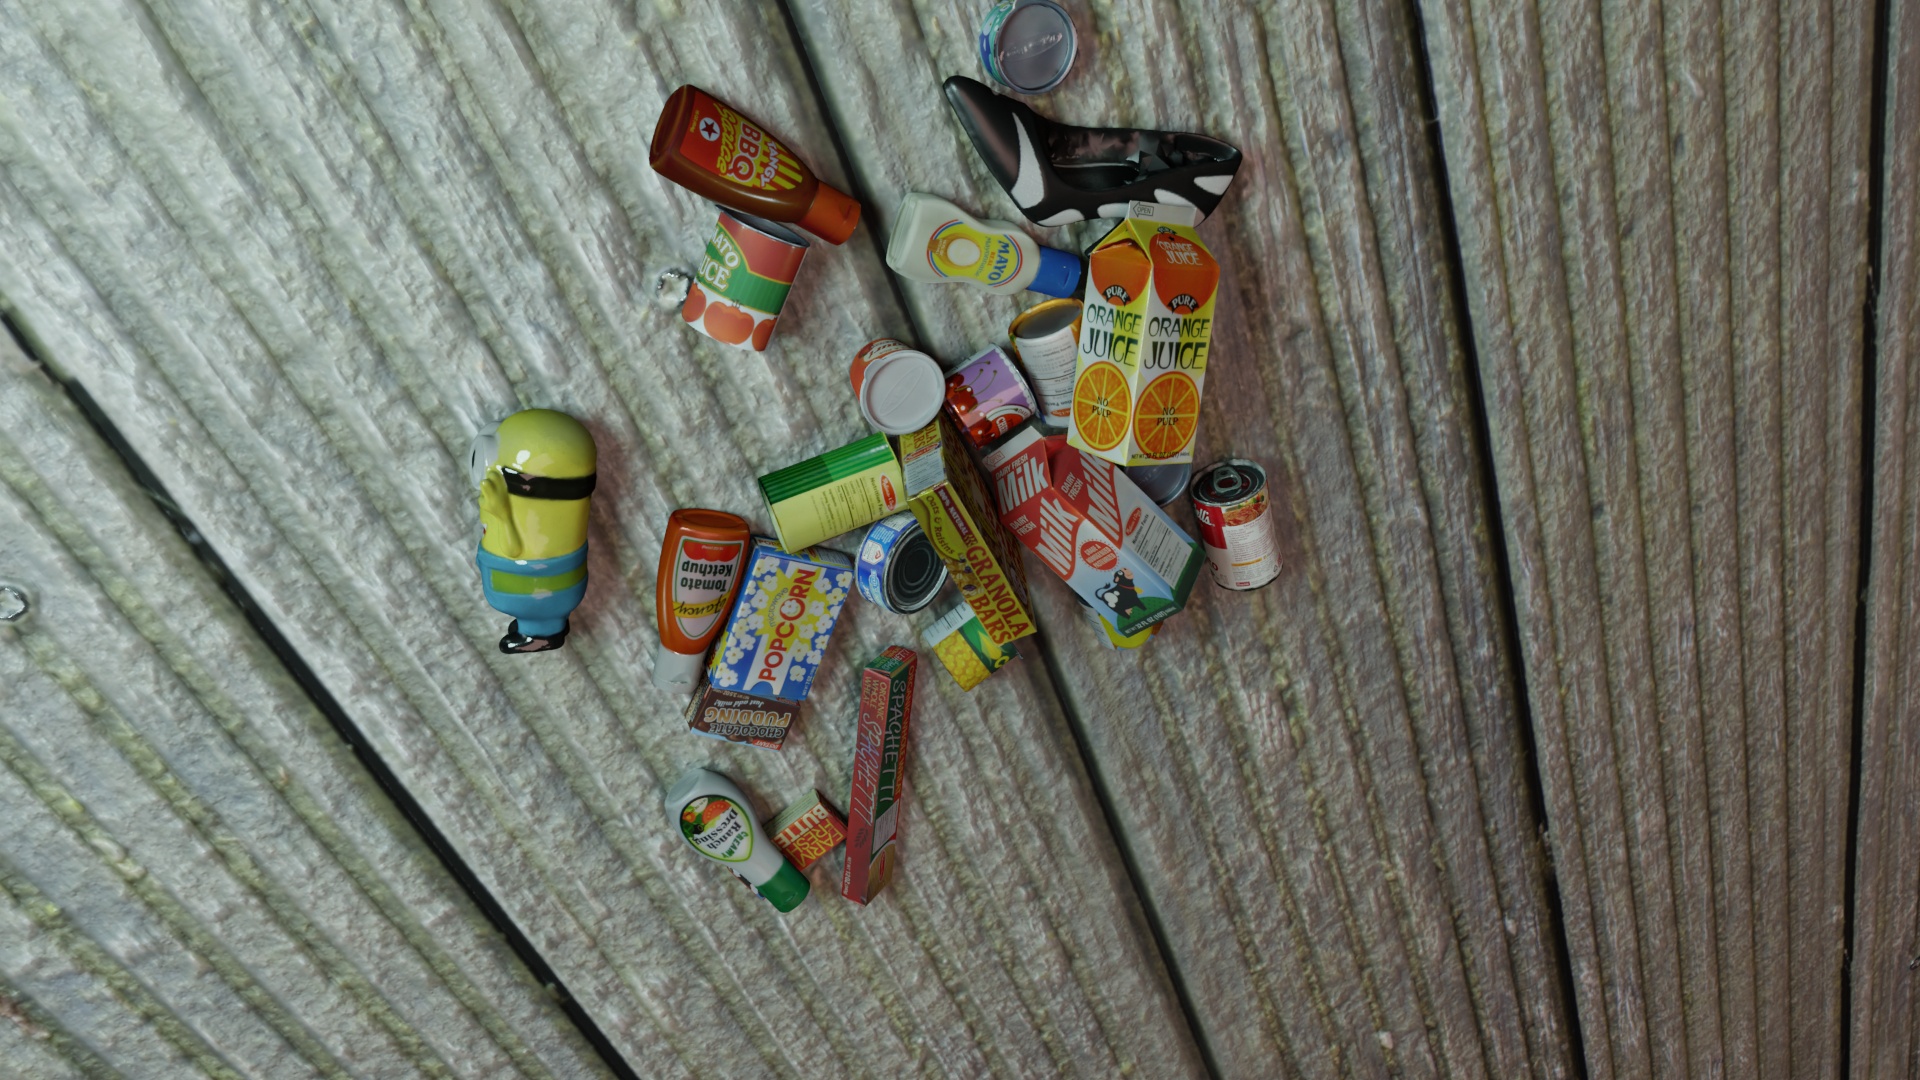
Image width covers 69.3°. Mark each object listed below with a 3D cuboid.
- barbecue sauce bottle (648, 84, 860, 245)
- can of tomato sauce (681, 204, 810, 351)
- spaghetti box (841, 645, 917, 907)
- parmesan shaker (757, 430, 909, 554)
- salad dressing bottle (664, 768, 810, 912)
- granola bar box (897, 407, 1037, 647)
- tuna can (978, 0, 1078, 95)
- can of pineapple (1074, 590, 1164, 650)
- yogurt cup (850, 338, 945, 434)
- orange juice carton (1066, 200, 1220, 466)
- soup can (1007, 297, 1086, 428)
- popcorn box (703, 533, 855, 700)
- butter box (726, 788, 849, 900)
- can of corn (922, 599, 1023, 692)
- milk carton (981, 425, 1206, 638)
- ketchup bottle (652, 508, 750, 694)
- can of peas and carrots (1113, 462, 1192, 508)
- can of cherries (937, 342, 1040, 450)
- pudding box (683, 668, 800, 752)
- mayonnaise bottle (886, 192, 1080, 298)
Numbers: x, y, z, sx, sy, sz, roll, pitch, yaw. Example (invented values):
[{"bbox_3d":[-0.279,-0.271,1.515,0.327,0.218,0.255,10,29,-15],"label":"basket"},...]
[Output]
[{"bbox_3d":[-0.139,-0.253,0.964,0.148,0.043,0.065,23,68,-33],"label":"barbecue sauce bottle"},{"bbox_3d":[-0.155,-0.186,0.984,0.071,0.071,0.082,16,109,-29],"label":"can of tomato sauce"},{"bbox_3d":[-0.073,0.211,1.235,0.050,0.029,0.248,-36,138,-56],"label":"spaghetti box"},{"bbox_3d":[-0.100,-0.039,1.085,0.103,0.071,0.071,-21,122,-11],"label":"parmesan shaker"},{"bbox_3d":[-0.189,0.260,1.195,0.064,0.044,0.147,-40,110,0],"label":"salad dressing bottle"},{"bbox_3d":[0.004,-0.014,1.106,0.039,0.125,0.165,-24,124,11],"label":"granola bar box"},{"bbox_3d":[0.048,-0.360,1.002,0.071,0.033,0.070,-10,119,-19],"label":"tuna can"},{"bbox_3d":[0.144,0.055,1.239,0.071,0.071,0.057,-33,125,-5],"label":"can of pineapple"},{"bbox_3d":[-0.052,-0.122,1.070,0.072,0.054,0.072,-10,119,-18],"label":"yogurt cup"},{"bbox_3d":[0.141,-0.158,1.056,0.072,0.073,0.192,-5,109,-35],"label":"orange juice carton"},{"bbox_3d":[0.082,-0.144,1.112,0.071,0.071,0.083,-29,123,-7],"label":"soup can"},{"bbox_3d":[-0.148,0.063,1.134,0.085,0.038,0.126,12,110,-29],"label":"popcorn box"},{"bbox_3d":[-0.155,0.273,1.248,0.103,0.024,0.053,-37,123,-2],"label":"butter box"},{"bbox_3d":[0.010,0.090,1.198,0.058,0.071,0.071,-37,124,-1],"label":"can of corn"},{"bbox_3d":[0.105,-0.016,1.141,0.190,0.074,0.072,43,138,-13],"label":"milk carton"},{"bbox_3d":[-0.212,0.049,1.096,0.065,0.044,0.148,6,114,-26],"label":"ketchup bottle"},{"bbox_3d":[0.153,-0.068,1.184,0.071,0.059,0.070,-10,119,-18],"label":"can of peas and carrots"},{"bbox_3d":[0.021,-0.111,1.097,0.058,0.072,0.071,-33,124,-4],"label":"can of cherries"},{"bbox_3d":[-0.183,0.143,1.165,0.084,0.030,0.049,19,108,-30],"label":"pudding box"},{"bbox_3d":[0.021,-0.218,1.059,0.148,0.041,0.064,9,110,-26],"label":"mayonnaise bottle"}]
